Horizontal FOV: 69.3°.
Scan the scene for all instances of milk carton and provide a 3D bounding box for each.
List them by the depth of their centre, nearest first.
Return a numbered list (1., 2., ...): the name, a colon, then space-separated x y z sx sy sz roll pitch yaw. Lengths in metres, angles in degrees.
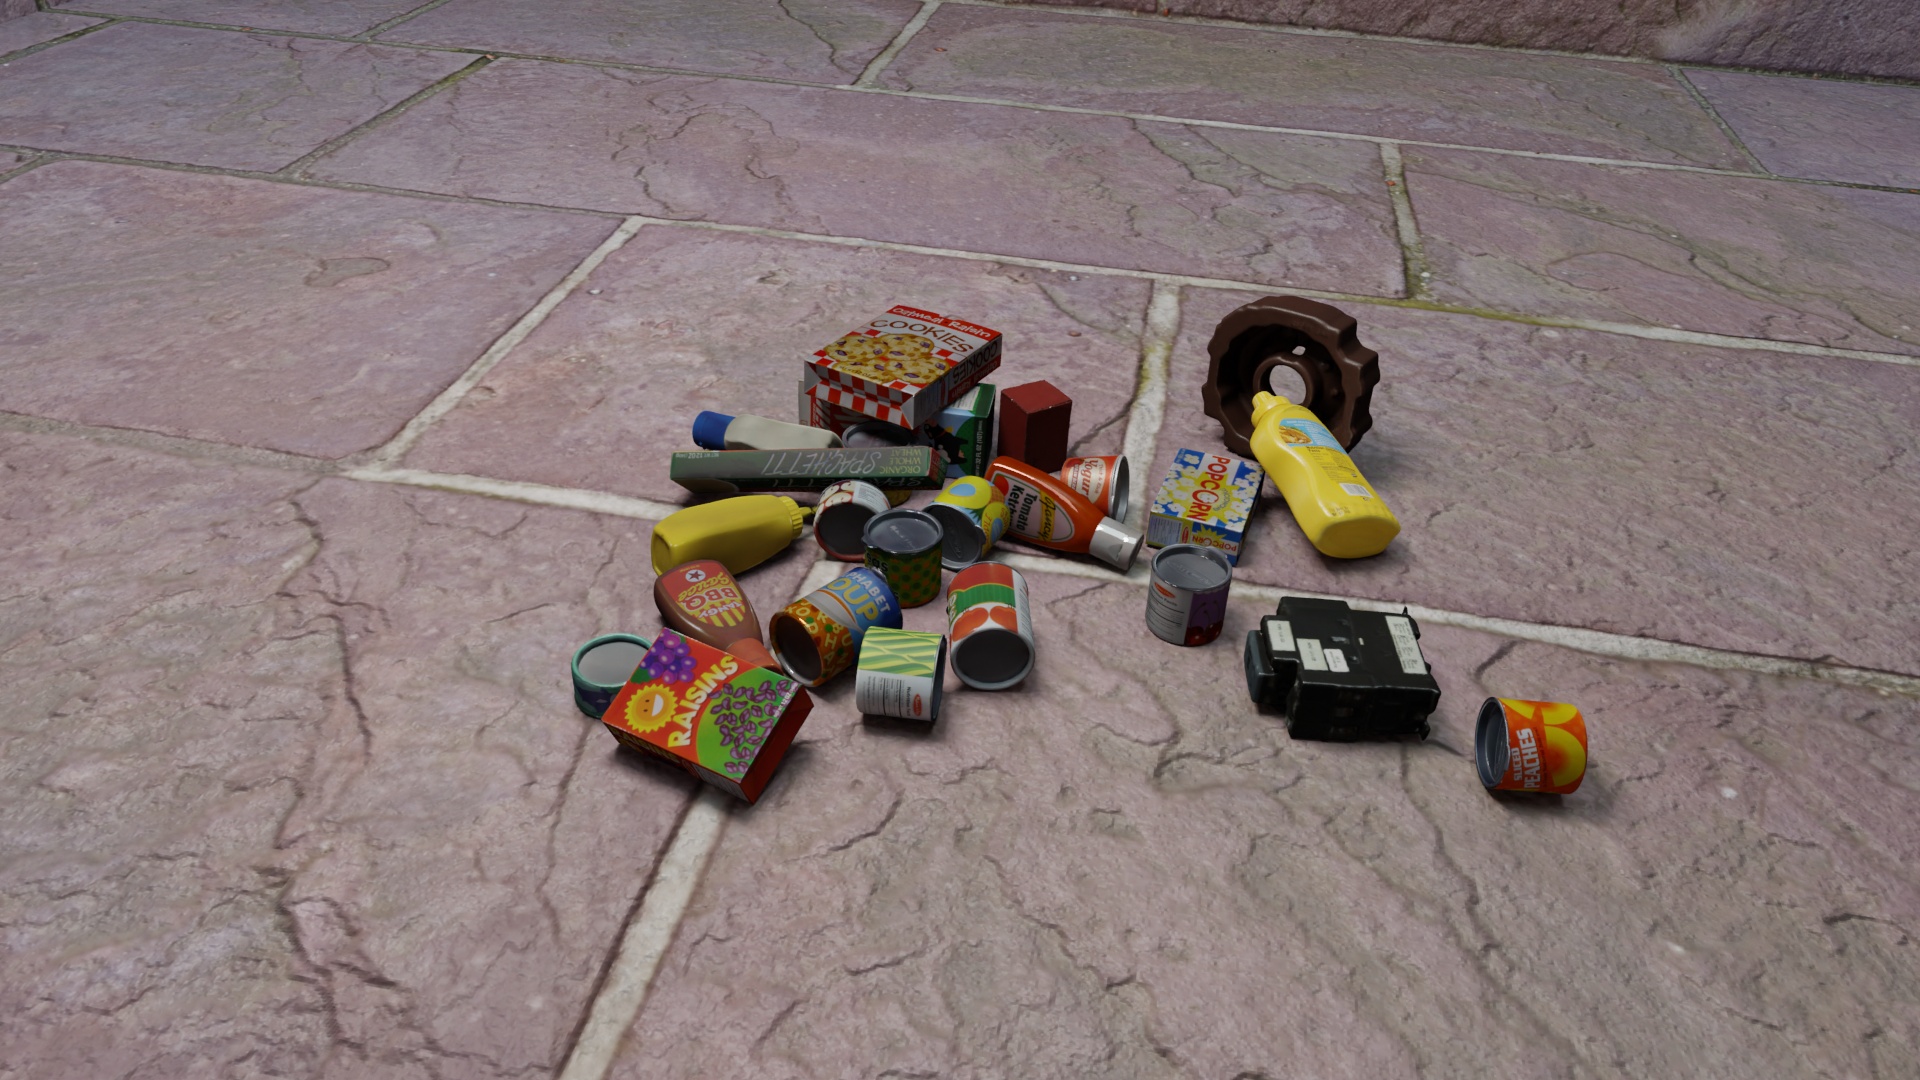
1. milk carton: -0.065 -0.116 1.353 0.191 0.072 0.074 7 33 5

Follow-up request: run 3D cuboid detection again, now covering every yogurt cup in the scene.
1. yogurt cup: 0.122 -0.047 1.272 0.054 0.072 0.073 5 33 18

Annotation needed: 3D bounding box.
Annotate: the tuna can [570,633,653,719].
1. tuna can: -0.262 0.101 1.050 0.071 0.032 0.071 2 34 -2

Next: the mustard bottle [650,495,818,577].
1. mustard bottle: -0.187 -0.007 1.193 0.161 0.065 0.049 -19 45 -38

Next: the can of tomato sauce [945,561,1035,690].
1. can of tomato sauce: 0.021 0.068 1.093 0.071 0.070 0.083 1 35 -3

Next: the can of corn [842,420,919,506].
1. can of corn: -0.075 -0.071 1.296 0.071 0.058 0.071 2 34 -1

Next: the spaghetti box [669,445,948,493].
1. spaghetti box: -0.137 -0.063 1.243 0.250 0.050 0.029 0 77 16

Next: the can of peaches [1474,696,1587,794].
1. can of peaches: 0.411 0.149 0.999 0.058 0.071 0.071 4 34 1

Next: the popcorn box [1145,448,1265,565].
1. popcorn box: 0.228 -0.034 1.281 0.085 0.038 0.127 14 36 15

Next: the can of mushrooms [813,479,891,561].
1. can of mushrooms: -0.095 -0.015 1.209 0.071 0.070 0.034 3 35 0

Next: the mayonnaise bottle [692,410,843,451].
1. mayonnaise bottle: -0.183 -0.092 1.318 0.148 0.064 0.041 14 68 20

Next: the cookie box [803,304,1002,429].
1. cookie box: -0.052 -0.171 1.334 0.123 0.040 0.168 20 36 24

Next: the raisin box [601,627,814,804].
1. raisin box: -0.180 0.123 0.993 0.123 0.040 0.086 19 63 22

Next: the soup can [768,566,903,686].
1. soup can: -0.097 0.065 1.082 0.071 0.071 0.084 29 42 33

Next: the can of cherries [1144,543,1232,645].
1. can of cherries: 0.190 0.044 1.147 0.071 0.058 0.072 1 33 -1

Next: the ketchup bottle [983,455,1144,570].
1. ketchup bottle: 0.089 -0.020 1.234 0.149 0.064 0.044 25 26 16

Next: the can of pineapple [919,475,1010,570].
1. can of pineapple: 0.004 -0.015 1.213 0.071 0.070 0.058 19 37 22

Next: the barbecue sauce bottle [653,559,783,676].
1. barbecue sauce bottle: -0.186 0.071 1.091 0.065 0.043 0.149 -17 39 -27

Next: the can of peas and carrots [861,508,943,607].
1. can of peas and carrots: -0.050 0.016 1.170 0.071 0.058 0.071 1 34 -1

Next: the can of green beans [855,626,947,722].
1. can of green beans: -0.044 0.100 1.040 0.058 0.071 0.071 6 34 6
